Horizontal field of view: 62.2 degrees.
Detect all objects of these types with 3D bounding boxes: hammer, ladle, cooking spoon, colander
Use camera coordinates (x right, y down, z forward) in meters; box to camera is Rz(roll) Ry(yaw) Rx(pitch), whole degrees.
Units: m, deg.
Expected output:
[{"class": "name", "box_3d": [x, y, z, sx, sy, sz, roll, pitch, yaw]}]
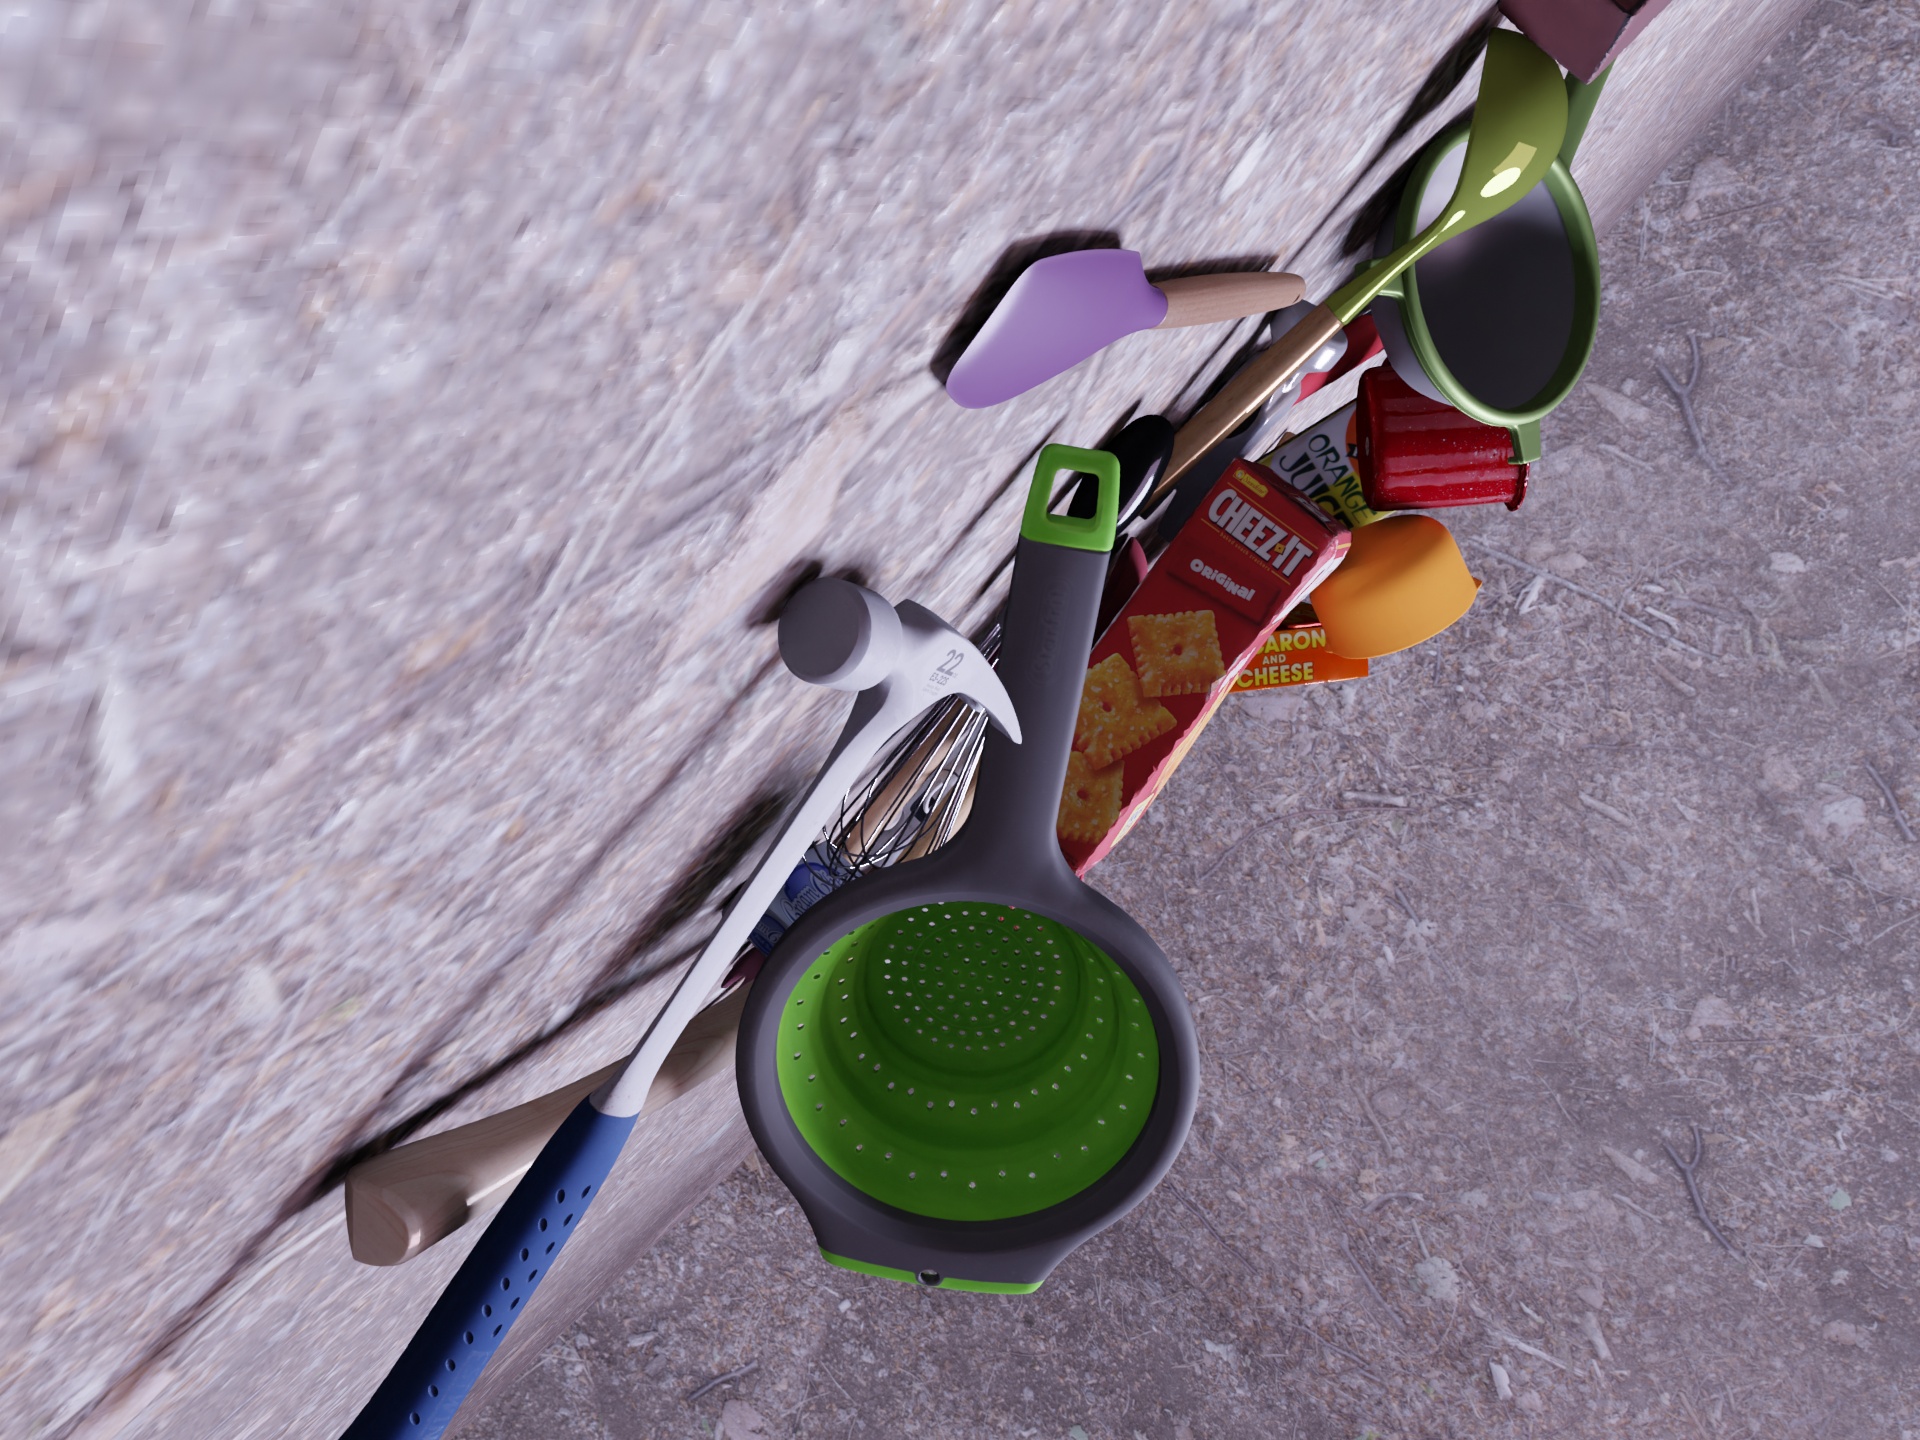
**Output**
[{"class": "hammer", "box_3d": [0.048, 0.010, 1.163, 0.128, 0.033, 0.331, -50, 172, 30]}, {"class": "hammer", "box_3d": [-0.119, 0.158, 0.755, 0.410, 0.146, 0.038, -18, 112, -65]}, {"class": "ladle", "box_3d": [0.143, -0.177, 0.730, 0.320, 0.062, 0.078, -42, 179, 22]}, {"class": "cooking spoon", "box_3d": [-0.001, -0.003, 0.881, 0.318, 0.017, 0.069, -51, -174, 32]}, {"class": "colander", "box_3d": [0.017, 0.066, 0.708, 0.094, 0.204, 0.397, -84, -177, -69]}, {"class": "ladle", "box_3d": [0.026, 0.011, 0.885, 0.315, 0.031, 0.069, -51, 172, -29]}, {"class": "hammer", "box_3d": [-0.115, 0.130, 0.580, 0.405, 0.035, 0.144, -56, 155, 10]}, {"class": "hammer", "box_3d": [0.224, -0.213, 0.951, 0.143, 0.038, 0.386, -51, 171, 37]}]

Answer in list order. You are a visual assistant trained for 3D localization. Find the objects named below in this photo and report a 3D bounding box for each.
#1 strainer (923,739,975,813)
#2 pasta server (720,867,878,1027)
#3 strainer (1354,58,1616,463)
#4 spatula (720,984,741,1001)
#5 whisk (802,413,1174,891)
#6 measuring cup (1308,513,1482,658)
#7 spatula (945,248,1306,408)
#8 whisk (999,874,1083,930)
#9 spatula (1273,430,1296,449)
[{"class": "strainer", "box_3d": [0.048, -0.007, 0.983, 0.258, 0.050, 0.086, -41, 149, -46]}, {"class": "pasta server", "box_3d": [-0.068, 0.122, 1.087, 0.040, 0.060, 0.316, -59, 172, 24]}, {"class": "strainer", "box_3d": [0.278, -0.268, 0.830, 0.069, 0.151, 0.256, 1, -121, 56]}, {"class": "spatula", "box_3d": [-0.116, 0.177, 1.089, 0.081, 0.041, 0.322, -5, -157, 43]}, {"class": "whisk", "box_3d": [0.013, -0.022, 0.738, 0.284, 0.070, 0.070, -55, 170, 22]}, {"class": "measuring cup", "box_3d": [0.246, -0.098, 0.945, 0.095, 0.052, 0.174, -24, -158, 16]}, {"class": "spatula", "box_3d": [0.073, -0.145, 0.561, 0.059, 0.018, 0.316, -50, 170, 31]}, {"class": "whisk", "box_3d": [0.075, 0.051, 1.049, 0.073, 0.073, 0.295, -40, 161, -41]}, {"class": "spatula", "box_3d": [0.175, -0.067, 1.166, 0.317, 0.044, 0.082, -61, 160, 1]}]
